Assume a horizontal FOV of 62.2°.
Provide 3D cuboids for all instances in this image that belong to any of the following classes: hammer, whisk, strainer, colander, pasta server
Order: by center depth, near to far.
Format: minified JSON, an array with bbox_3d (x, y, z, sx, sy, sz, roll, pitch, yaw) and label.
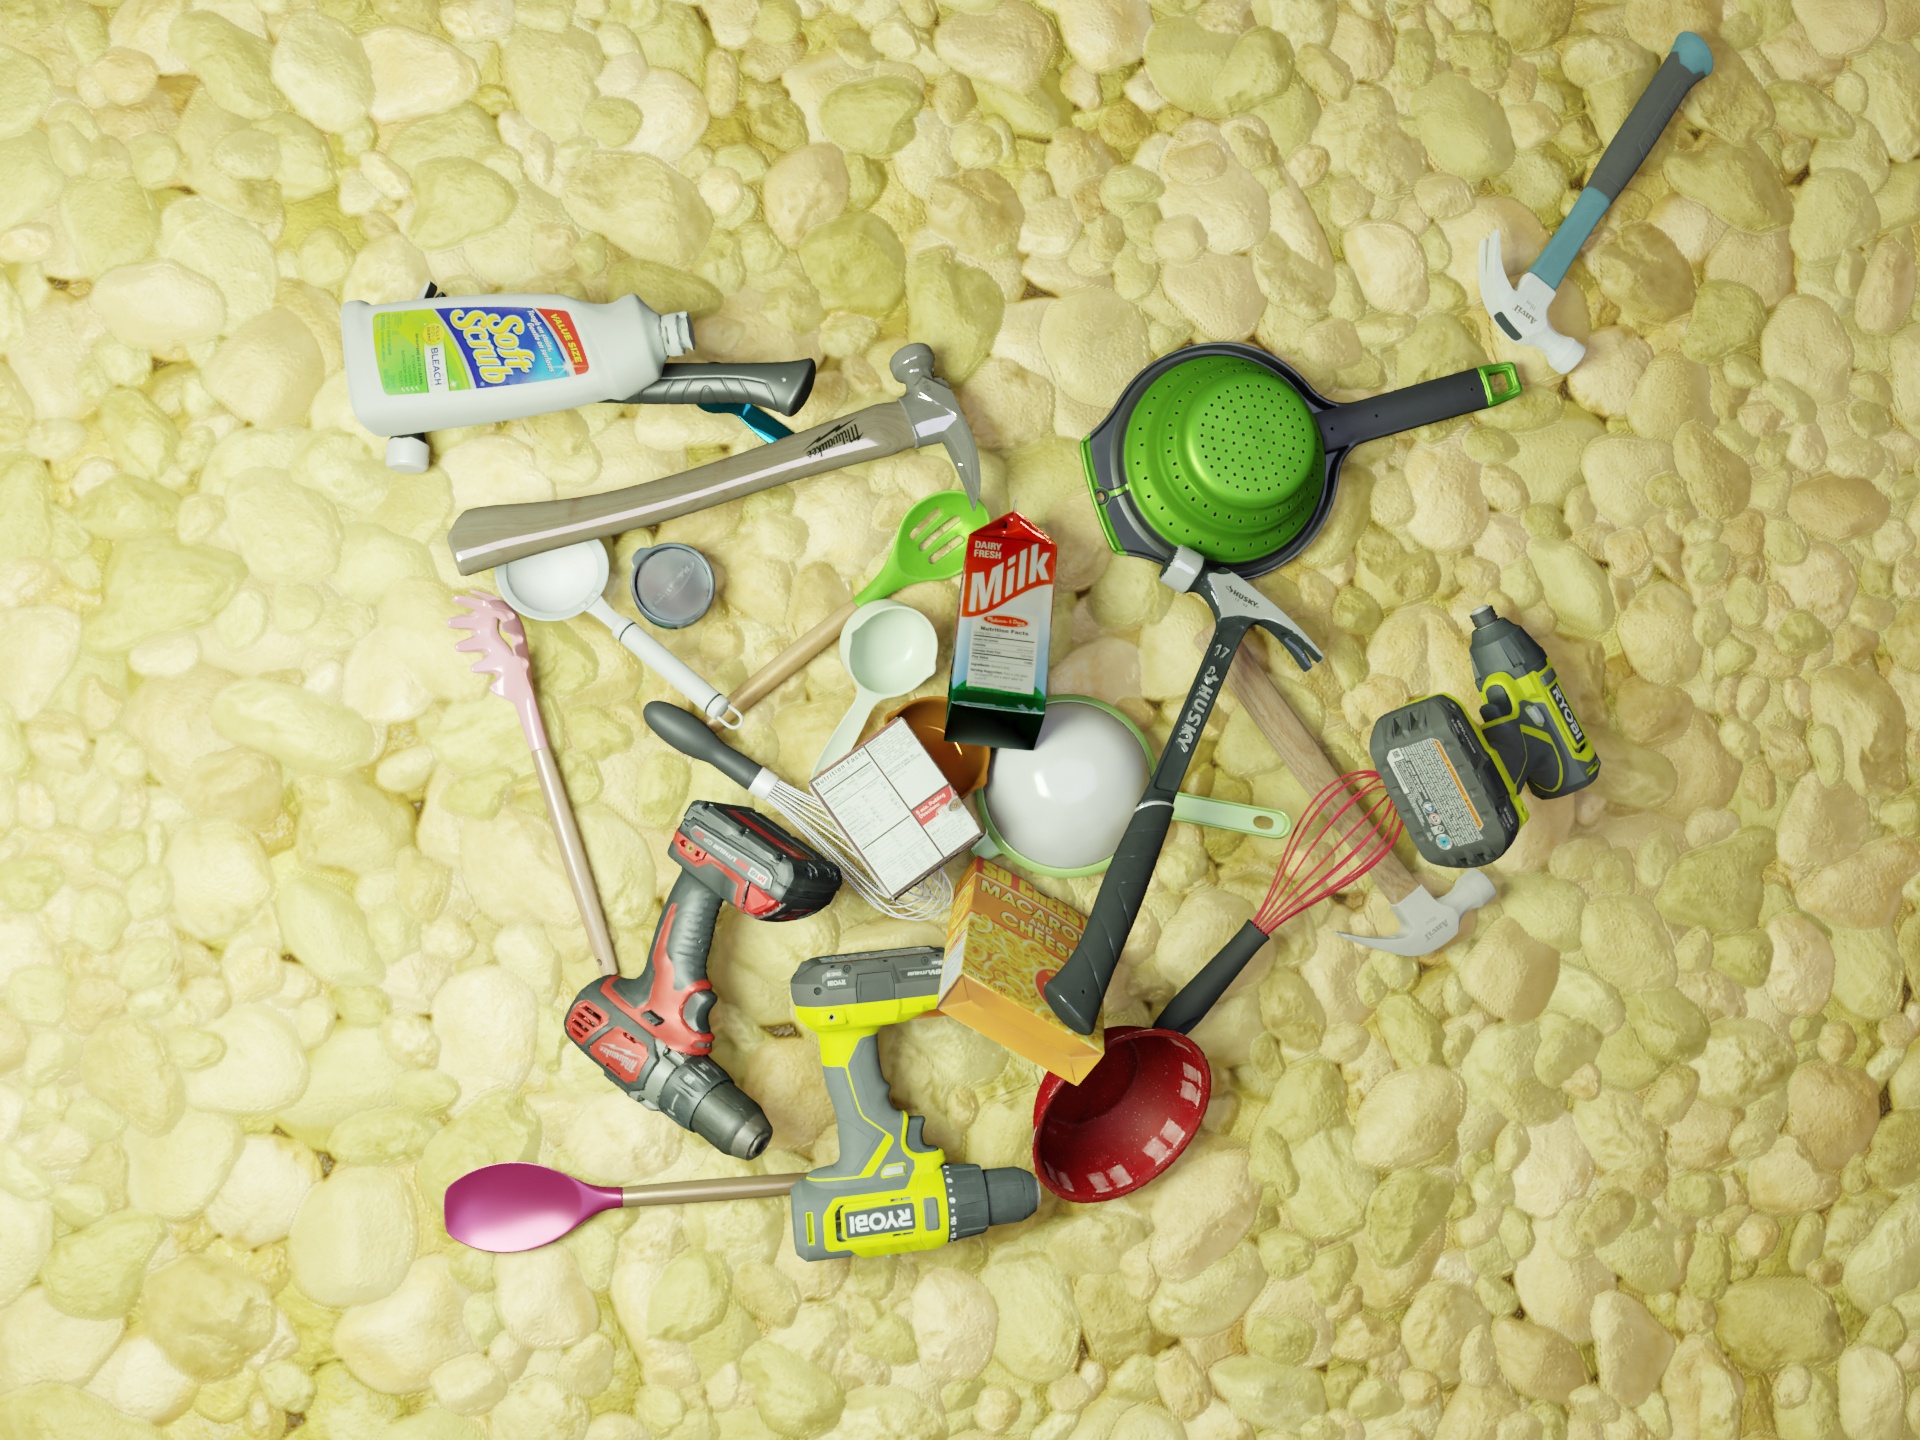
[{"bbox_3d":[0.160,0.054,1.220,0.149,0.036,0.409,29,63,-5],"label":"hammer"},{"bbox_3d":[-0.265,-0.073,1.226,0.258,0.050,0.087,39,72,12],"label":"strainer"},{"bbox_3d":[-0.278,-0.265,1.228,0.335,0.035,0.146,1,83,5],"label":"hammer"},{"bbox_3d":[-0.324,0.050,1.233,0.060,0.040,0.316,-17,91,36],"label":"pasta server"},{"bbox_3d":[-0.187,-0.177,1.236,0.410,0.038,0.146,-19,72,-13],"label":"hammer"},{"bbox_3d":[-0.127,0.067,1.245,0.284,0.070,0.070,34,82,-5],"label":"whisk"},{"bbox_3d":[0.136,0.058,1.259,0.256,0.069,0.151,11,81,6],"label":"strainer"},{"bbox_3d":[0.253,0.153,1.282,0.073,0.073,0.296,40,97,-4],"label":"whisk"},{"bbox_3d":[0.303,-0.245,1.320,0.397,0.094,0.204,-17,89,-9],"label":"colander"},{"bbox_3d":[0.303,0.056,1.331,0.130,0.031,0.331,-37,91,-10],"label":"hammer"},{"bbox_3d":[0.572,-0.473,1.410,0.128,0.033,0.331,36,81,-6],"label":"hammer"}]

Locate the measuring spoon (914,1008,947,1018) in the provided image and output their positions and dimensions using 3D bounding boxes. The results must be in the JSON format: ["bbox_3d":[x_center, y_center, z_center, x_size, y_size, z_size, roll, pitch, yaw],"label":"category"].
[{"bbox_3d":[-0.023,0.229,1.281,0.117,0.011,0.021,-8,85,-13],"label":"measuring spoon"}]

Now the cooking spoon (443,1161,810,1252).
[{"bbox_3d":[-0.235,0.368,1.233,0.319,0.017,0.069,-2,89,-8],"label":"cooking spoon"}]

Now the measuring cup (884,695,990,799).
[{"bbox_3d":[-0.002,-0.004,1.282,0.095,0.052,0.174,34,70,-1],"label":"measuring cup"}]

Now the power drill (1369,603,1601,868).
[{"bbox_3d":[0.426,0.010,1.286,0.223,0.080,0.171,-30,93,-45],"label":"power drill"}]

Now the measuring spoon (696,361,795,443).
[{"bbox_3d":[-0.163,-0.245,1.286,0.128,0.021,0.042,37,81,-5],"label":"measuring spoon"}]

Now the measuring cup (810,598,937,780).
[{"bbox_3d":[-0.082,-0.022,1.278,0.083,0.038,0.167,24,102,-30],"label":"measuring cup"}]

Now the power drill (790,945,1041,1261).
[{"bbox_3d":[-0.040,0.293,1.226,0.190,0.080,0.228,-4,87,-10],"label":"power drill"}]

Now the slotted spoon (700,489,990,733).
[{"bbox_3d":[-0.105,-0.077,1.281,0.314,0.031,0.070,-40,110,-7],"label":"slotted spoon"}]

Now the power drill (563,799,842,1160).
[{"bbox_3d":[-0.177,0.193,1.178,0.188,0.080,0.226,32,96,24],"label":"power drill"}]
